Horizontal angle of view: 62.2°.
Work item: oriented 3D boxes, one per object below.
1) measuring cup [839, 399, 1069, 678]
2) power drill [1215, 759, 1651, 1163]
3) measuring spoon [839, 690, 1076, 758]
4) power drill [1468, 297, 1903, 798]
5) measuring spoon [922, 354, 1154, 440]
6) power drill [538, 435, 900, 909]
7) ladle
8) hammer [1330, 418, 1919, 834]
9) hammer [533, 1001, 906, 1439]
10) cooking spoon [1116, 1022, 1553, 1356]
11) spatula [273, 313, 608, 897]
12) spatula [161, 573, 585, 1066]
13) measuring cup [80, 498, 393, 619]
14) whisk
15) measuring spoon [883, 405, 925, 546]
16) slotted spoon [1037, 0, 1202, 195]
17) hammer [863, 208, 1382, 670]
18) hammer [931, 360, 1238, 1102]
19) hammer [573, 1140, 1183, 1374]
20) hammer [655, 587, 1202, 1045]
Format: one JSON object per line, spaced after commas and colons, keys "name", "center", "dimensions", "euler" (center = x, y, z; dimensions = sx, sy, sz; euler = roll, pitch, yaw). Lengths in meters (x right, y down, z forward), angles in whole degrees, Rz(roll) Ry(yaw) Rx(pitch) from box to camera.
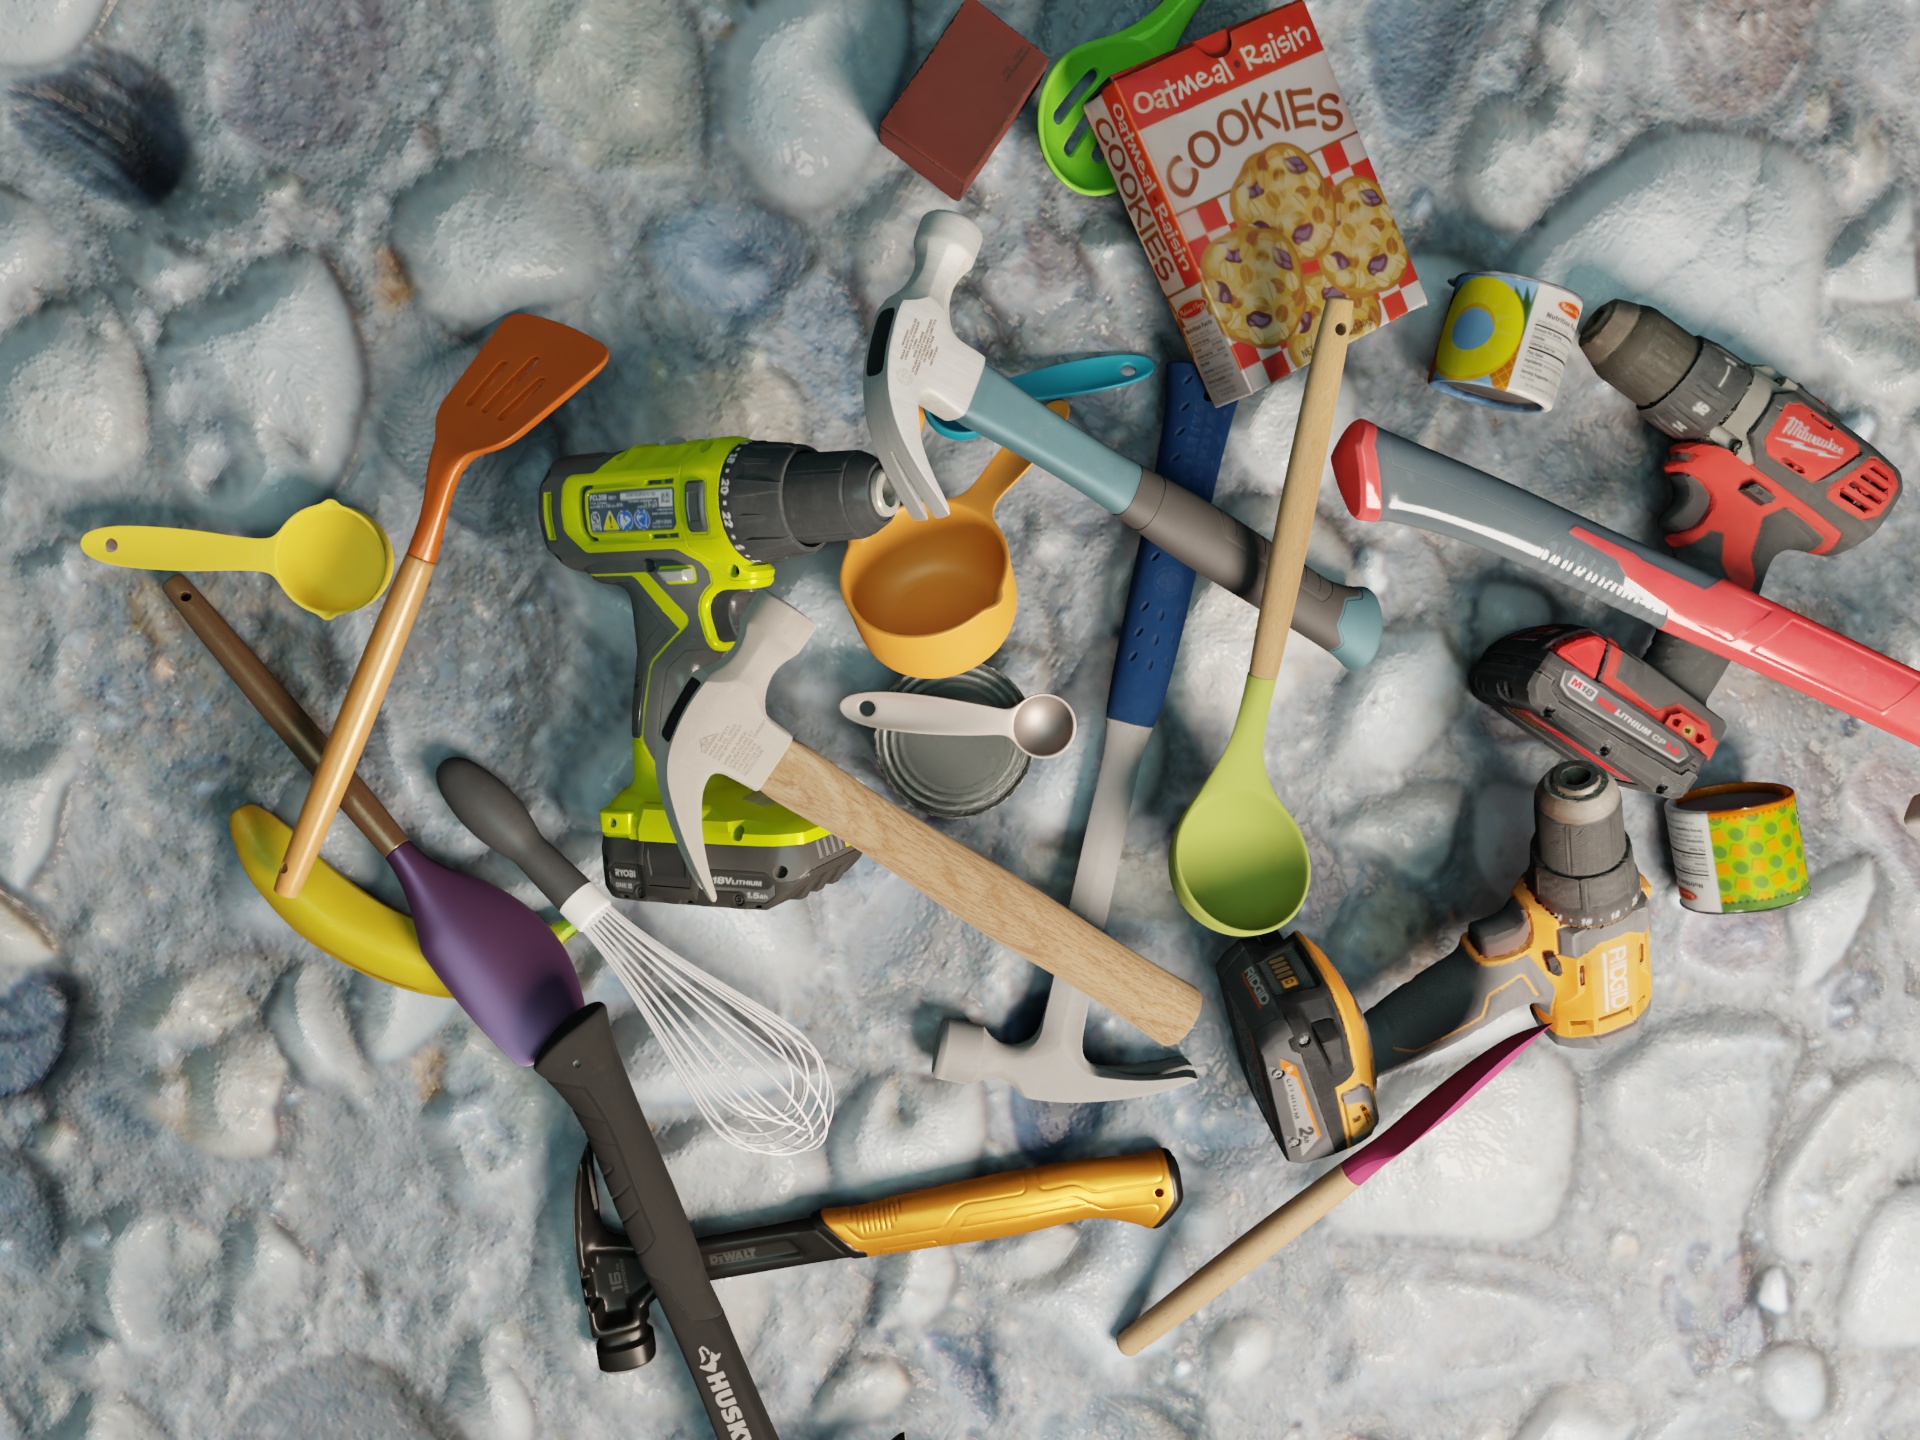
{"name": "measuring cup", "center": [0.010, -0.095, 0.837], "dimensions": [0.095, 0.052, 0.174], "euler": [27, 65, 25]}
{"name": "power drill", "center": [0.254, 0.125, 0.834], "dimensions": [0.226, 0.084, 0.185], "euler": [-21, 127, -1]}
{"name": "measuring spoon", "center": [-0.001, -0.003, 0.831], "dimensions": [0.124, 0.018, 0.034], "euler": [6, 98, 3]}
{"name": "power drill", "center": [0.368, -0.093, 0.847], "dimensions": [0.188, 0.080, 0.226], "euler": [33, 91, -7]}
{"name": "measuring spoon", "center": [0.042, -0.173, 0.847], "dimensions": [0.128, 0.021, 0.042], "euler": [-13, 66, -10]}
{"name": "power drill", "center": [-0.112, -0.027, 0.793], "dimensions": [0.190, 0.080, 0.228], "euler": [1, 100, 27]}
{"name": "ladle", "center": [0.160, -0.044, 0.784], "dimensions": [0.078, 0.062, 0.320], "euler": [2, 109, -19]}
{"name": "hammer", "center": [0.368, -0.073, 0.793], "dimensions": [0.386, 0.038, 0.143], "euler": [23, 88, -7]}
{"name": "hammer", "center": [-0.141, 0.302, 0.845], "dimensions": [0.146, 0.035, 0.334], "euler": [-19, 103, 0]}
{"name": "cooking spoon", "center": [0.189, 0.254, 0.844], "dimensions": [0.318, 0.068, 0.017], "euler": [-48, 66, 26]}
{"name": "spatula", "center": [-0.275, -0.058, 0.807], "dimensions": [0.081, 0.041, 0.322], "euler": [26, 94, 31]}
{"name": "spatula", "center": [-0.309, 0.046, 0.831], "dimensions": [0.060, 0.018, 0.316], "euler": [-41, 90, -23]}
{"name": "measuring cup", "center": [-0.373, -0.087, 0.827], "dimensions": [0.156, 0.029, 0.062], "euler": [4, 96, 0]}
{"name": "whisk", "center": [-0.174, 0.121, 0.833], "dimensions": [0.284, 0.070, 0.070], "euler": [43, 93, 6]}
{"name": "measuring spoon", "center": [-0.032, -0.149, 0.846], "dimensions": [0.021, 0.011, 0.117], "euler": [11, 96, -5]}
{"name": "slotted spoon", "center": [0.143, -0.403, 0.820], "dimensions": [0.070, 0.031, 0.314], "euler": [38, 91, -25]}
{"name": "hammer", "center": [0.093, -0.110, 0.787], "dimensions": [0.330, 0.033, 0.128], "euler": [26, 79, -29]}
{"name": "hammer", "center": [0.095, 0.013, 0.861], "dimensions": [0.144, 0.035, 0.405], "euler": [12, 96, -5]}
{"name": "hammer", "center": [-0.044, 0.274, 0.884], "dimensions": [0.337, 0.034, 0.127], "euler": [-8, 98, -3]}
{"name": "hammer", "center": [-0.004, 0.078, 0.772], "dimensions": [0.331, 0.031, 0.130], "euler": [35, 88, -27]}
